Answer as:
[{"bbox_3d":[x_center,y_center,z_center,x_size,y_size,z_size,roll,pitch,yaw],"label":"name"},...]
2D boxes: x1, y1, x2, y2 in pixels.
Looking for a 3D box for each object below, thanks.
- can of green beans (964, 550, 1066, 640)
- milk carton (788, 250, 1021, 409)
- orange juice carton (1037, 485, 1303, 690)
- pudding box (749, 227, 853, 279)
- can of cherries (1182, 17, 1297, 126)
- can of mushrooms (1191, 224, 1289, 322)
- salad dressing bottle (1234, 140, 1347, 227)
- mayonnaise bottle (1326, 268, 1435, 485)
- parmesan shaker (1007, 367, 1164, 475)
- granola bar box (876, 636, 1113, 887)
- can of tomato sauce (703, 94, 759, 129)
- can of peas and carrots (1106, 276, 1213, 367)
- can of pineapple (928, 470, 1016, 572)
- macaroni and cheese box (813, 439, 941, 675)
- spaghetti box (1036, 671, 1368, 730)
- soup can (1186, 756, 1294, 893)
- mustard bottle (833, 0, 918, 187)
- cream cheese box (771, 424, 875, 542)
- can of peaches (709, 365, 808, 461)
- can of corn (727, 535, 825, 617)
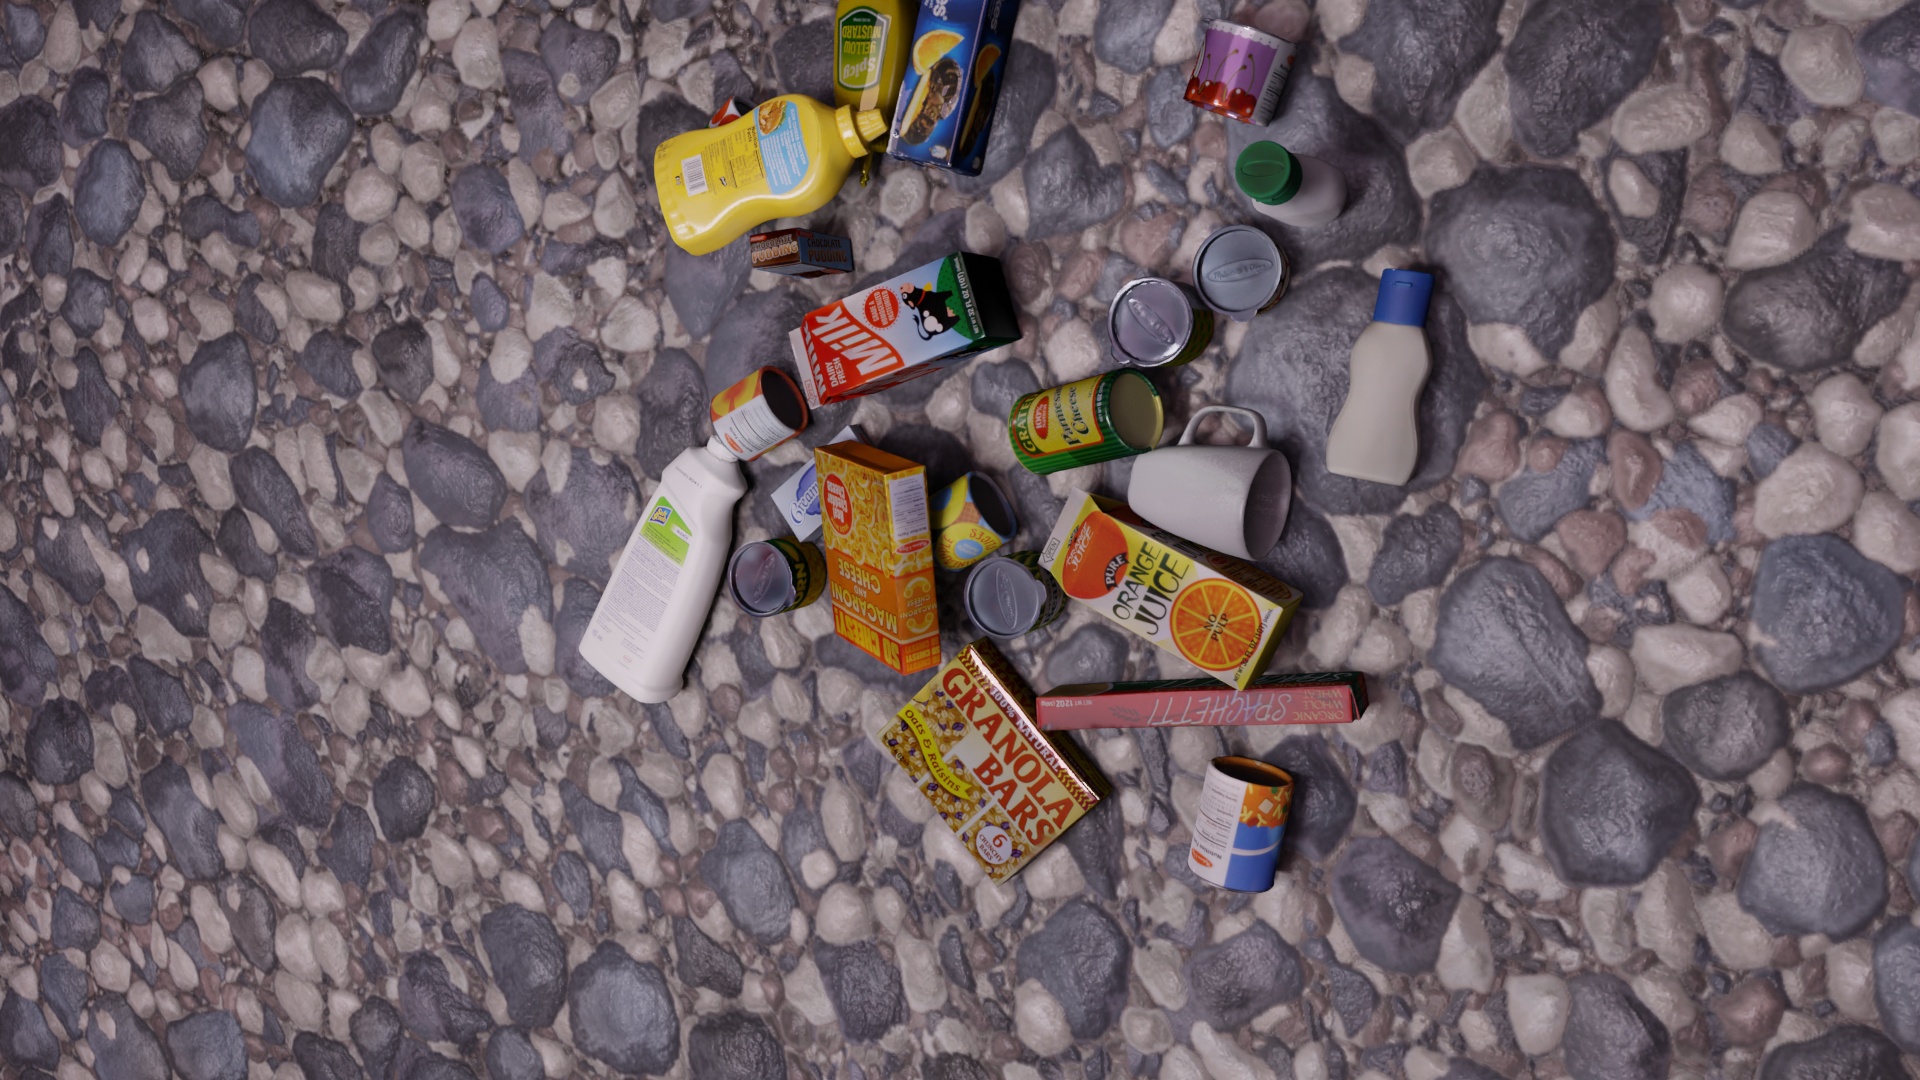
[{"bbox_3d":[0.045,0.043,1.114,0.071,0.058,0.071,3,97,26],"label":"can of green beans"},{"bbox_3d":[-0.055,-0.168,1.133,0.190,0.073,0.072,-16,89,27],"label":"milk carton"},{"bbox_3d":[0.153,0.031,1.053,0.193,0.073,0.071,29,107,21],"label":"orange juice carton"},{"bbox_3d":[-0.132,-0.239,1.158,0.049,0.084,0.030,-3,93,27],"label":"pudding box"},{"bbox_3d":[0.198,-0.336,0.997,0.071,0.072,0.058,25,107,22],"label":"can of cherries"},{"bbox_3d":[0.207,-0.196,1.025,0.071,0.033,0.071,3,96,25],"label":"can of mushrooms"},{"bbox_3d":[0.224,-0.243,0.948,0.064,0.148,0.044,5,98,25],"label":"salad dressing bottle"},{"bbox_3d":[0.303,-0.116,0.983,0.065,0.041,0.147,13,100,23],"label":"mayonnaise bottle"},{"bbox_3d":[0.095,-0.093,1.055,0.103,0.071,0.071,-11,91,47],"label":"parmesan shaker"},{"bbox_3d":[0.026,0.183,1.149,0.124,0.039,0.166,-46,76,22],"label":"granola bar box"},{"bbox_3d":[-0.197,-0.328,1.187,0.083,0.071,0.071,-41,78,23],"label":"can of tomato sauce"},{"bbox_3d":[0.149,-0.161,1.043,0.071,0.059,0.071,3,97,26],"label":"can of peas and carrots"},{"bbox_3d":[0.004,-0.014,1.123,0.057,0.071,0.071,-31,82,25],"label":"can of pineapple"},{"bbox_3d":[-0.067,0.011,1.127,0.124,0.040,0.165,23,123,55],"label":"macaroni and cheese box"},{"bbox_3d":[0.181,0.124,1.061,0.250,0.050,0.028,-6,94,26],"label":"spaghetti box"},{"bbox_3d":[0.214,0.213,1.048,0.071,0.071,0.083,14,101,24],"label":"soup can"},{"bbox_3d":[-0.072,-0.370,1.134,0.065,0.049,0.160,9,99,27],"label":"mustard bottle"},{"bbox_3d":[-0.112,-0.049,1.200,0.103,0.024,0.053,-40,77,23],"label":"cream cheese box"},{"bbox_3d":[-0.173,-0.111,1.202,0.058,0.071,0.071,-27,84,26],"label":"can of peaches"},{"bbox_3d":[-0.157,0.032,1.211,0.071,0.058,0.071,3,97,26],"label":"can of corn"}]
